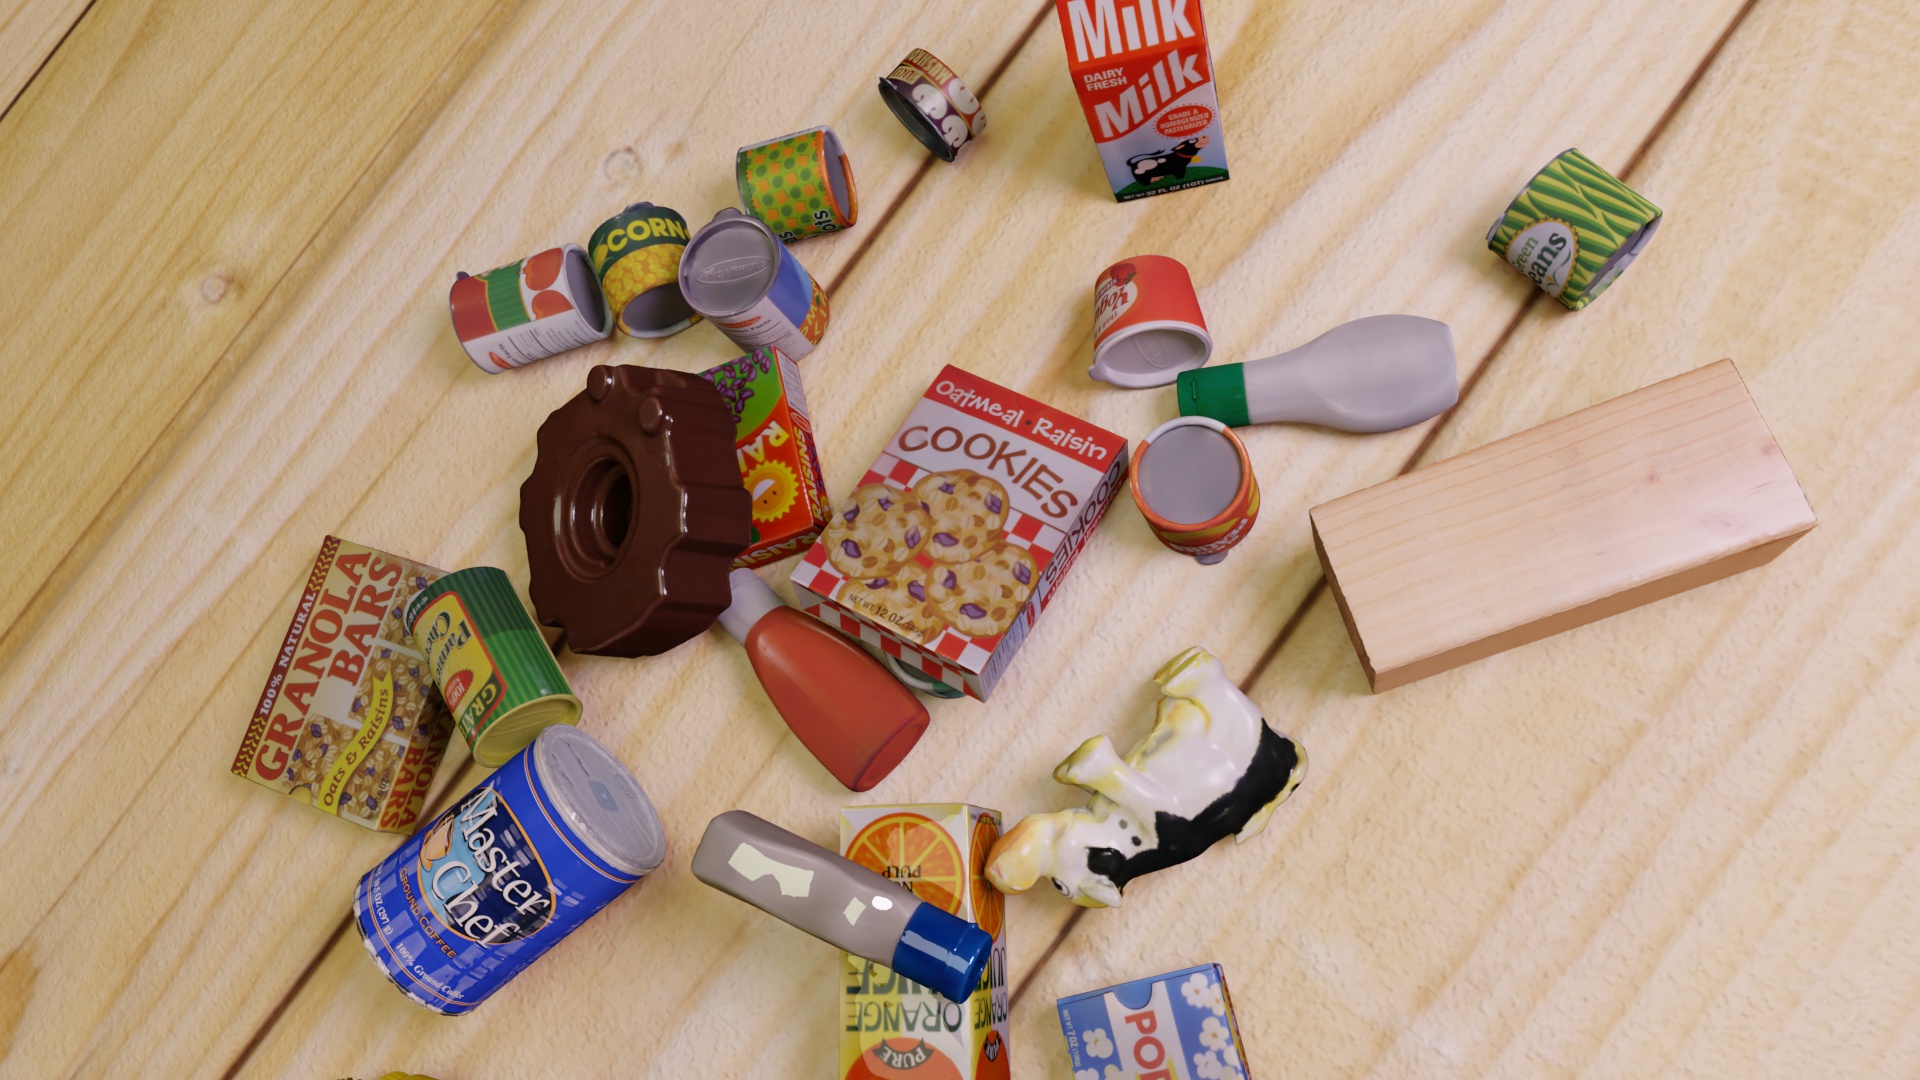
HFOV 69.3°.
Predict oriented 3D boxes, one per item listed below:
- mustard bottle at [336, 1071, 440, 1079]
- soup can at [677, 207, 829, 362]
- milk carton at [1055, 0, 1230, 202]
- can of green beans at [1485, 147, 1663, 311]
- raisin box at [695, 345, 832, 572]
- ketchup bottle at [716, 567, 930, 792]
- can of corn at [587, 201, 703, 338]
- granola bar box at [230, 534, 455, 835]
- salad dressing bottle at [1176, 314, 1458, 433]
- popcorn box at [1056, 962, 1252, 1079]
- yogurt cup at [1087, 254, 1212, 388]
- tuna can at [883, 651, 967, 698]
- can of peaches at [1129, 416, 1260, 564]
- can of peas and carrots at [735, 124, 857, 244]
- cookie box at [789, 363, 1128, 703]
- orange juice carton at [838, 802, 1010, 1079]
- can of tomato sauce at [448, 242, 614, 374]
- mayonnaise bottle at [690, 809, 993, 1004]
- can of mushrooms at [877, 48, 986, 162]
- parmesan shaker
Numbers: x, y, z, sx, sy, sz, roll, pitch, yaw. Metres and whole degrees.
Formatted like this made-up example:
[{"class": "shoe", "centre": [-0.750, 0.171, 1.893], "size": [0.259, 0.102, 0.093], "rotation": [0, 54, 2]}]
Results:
[{"class": "mustard bottle", "centre": [-0.297, 0.344, 0.797], "size": [0.160, 0.048, 0.065], "rotation": [22, 82, 21]}, {"class": "soup can", "centre": [-0.126, -0.156, 0.860], "size": [0.071, 0.083, 0.071], "rotation": [-4, 75, 15]}, {"class": "milk carton", "centre": [0.101, -0.267, 0.766], "size": [0.072, 0.190, 0.073], "rotation": [-9, 74, 14]}, {"class": "can of green beans", "centre": [0.327, -0.164, 0.739], "size": [0.071, 0.071, 0.058], "rotation": [-44, 69, 2]}, {"class": "raisin box", "centre": [-0.133, -0.047, 0.858], "size": [0.086, 0.040, 0.123], "rotation": [-19, 70, 11]}, {"class": "ketchup bottle", "centre": [-0.089, 0.075, 0.810], "size": [0.149, 0.043, 0.064], "rotation": [42, 91, 22]}, {"class": "can of corn", "centre": [-0.199, -0.173, 0.894], "size": [0.071, 0.071, 0.058], "rotation": [-27, 71, 8]}, {"class": "granola bar box", "centre": [-0.382, 0.091, 0.894], "size": [0.124, 0.039, 0.166], "rotation": [15, 80, 20]}, {"class": "salad dressing bottle", "centre": [0.196, -0.087, 0.770], "size": [0.147, 0.044, 0.064], "rotation": [-7, 75, 16]}, {"class": "popcorn box", "centre": [0.106, 0.286, 0.700], "size": [0.085, 0.038, 0.127], "rotation": [-18, 72, 13]}, {"class": "yogurt cup", "centre": [0.107, -0.127, 0.796], "size": [0.072, 0.072, 0.054], "rotation": [-11, 65, 14]}, {"class": "tuna can", "centre": [-0.008, 0.054, 0.797], "size": [0.071, 0.033, 0.071], "rotation": [-4, 75, 16]}, {"class": "can of peaches", "centre": [0.130, -0.027, 0.765], "size": [0.071, 0.058, 0.071], "rotation": [-4, 74, 15]}, {"class": "can of peas and carrots", "centre": [-0.102, -0.222, 0.882], "size": [0.059, 0.071, 0.071], "rotation": [-12, 73, 13]}, {"class": "cookie box", "centre": [0.003, -0.010, 0.780], "size": [0.123, 0.040, 0.168], "rotation": [25, 65, 20]}, {"class": "orange juice carton", "centre": [-0.018, 0.238, 0.731], "size": [0.073, 0.071, 0.193], "rotation": [-6, 74, 16]}, {"class": "can of tomato sauce", "centre": [-0.282, -0.155, 0.915], "size": [0.083, 0.071, 0.071], "rotation": [-15, 72, 11]}, {"class": "mayonnaise bottle", "centre": [-0.058, 0.180, 0.687], "size": [0.148, 0.064, 0.041], "rotation": [21, 82, 18]}, {"class": "can of mushrooms", "centre": [-0.018, -0.273, 0.867], "size": [0.033, 0.071, 0.071], "rotation": [-46, 69, 0]}, {"class": "parmesan shaker", "centre": [-0.278, 0.076, 0.824], "size": [0.071, 0.071, 0.103], "rotation": [-40, 66, 4]}]
